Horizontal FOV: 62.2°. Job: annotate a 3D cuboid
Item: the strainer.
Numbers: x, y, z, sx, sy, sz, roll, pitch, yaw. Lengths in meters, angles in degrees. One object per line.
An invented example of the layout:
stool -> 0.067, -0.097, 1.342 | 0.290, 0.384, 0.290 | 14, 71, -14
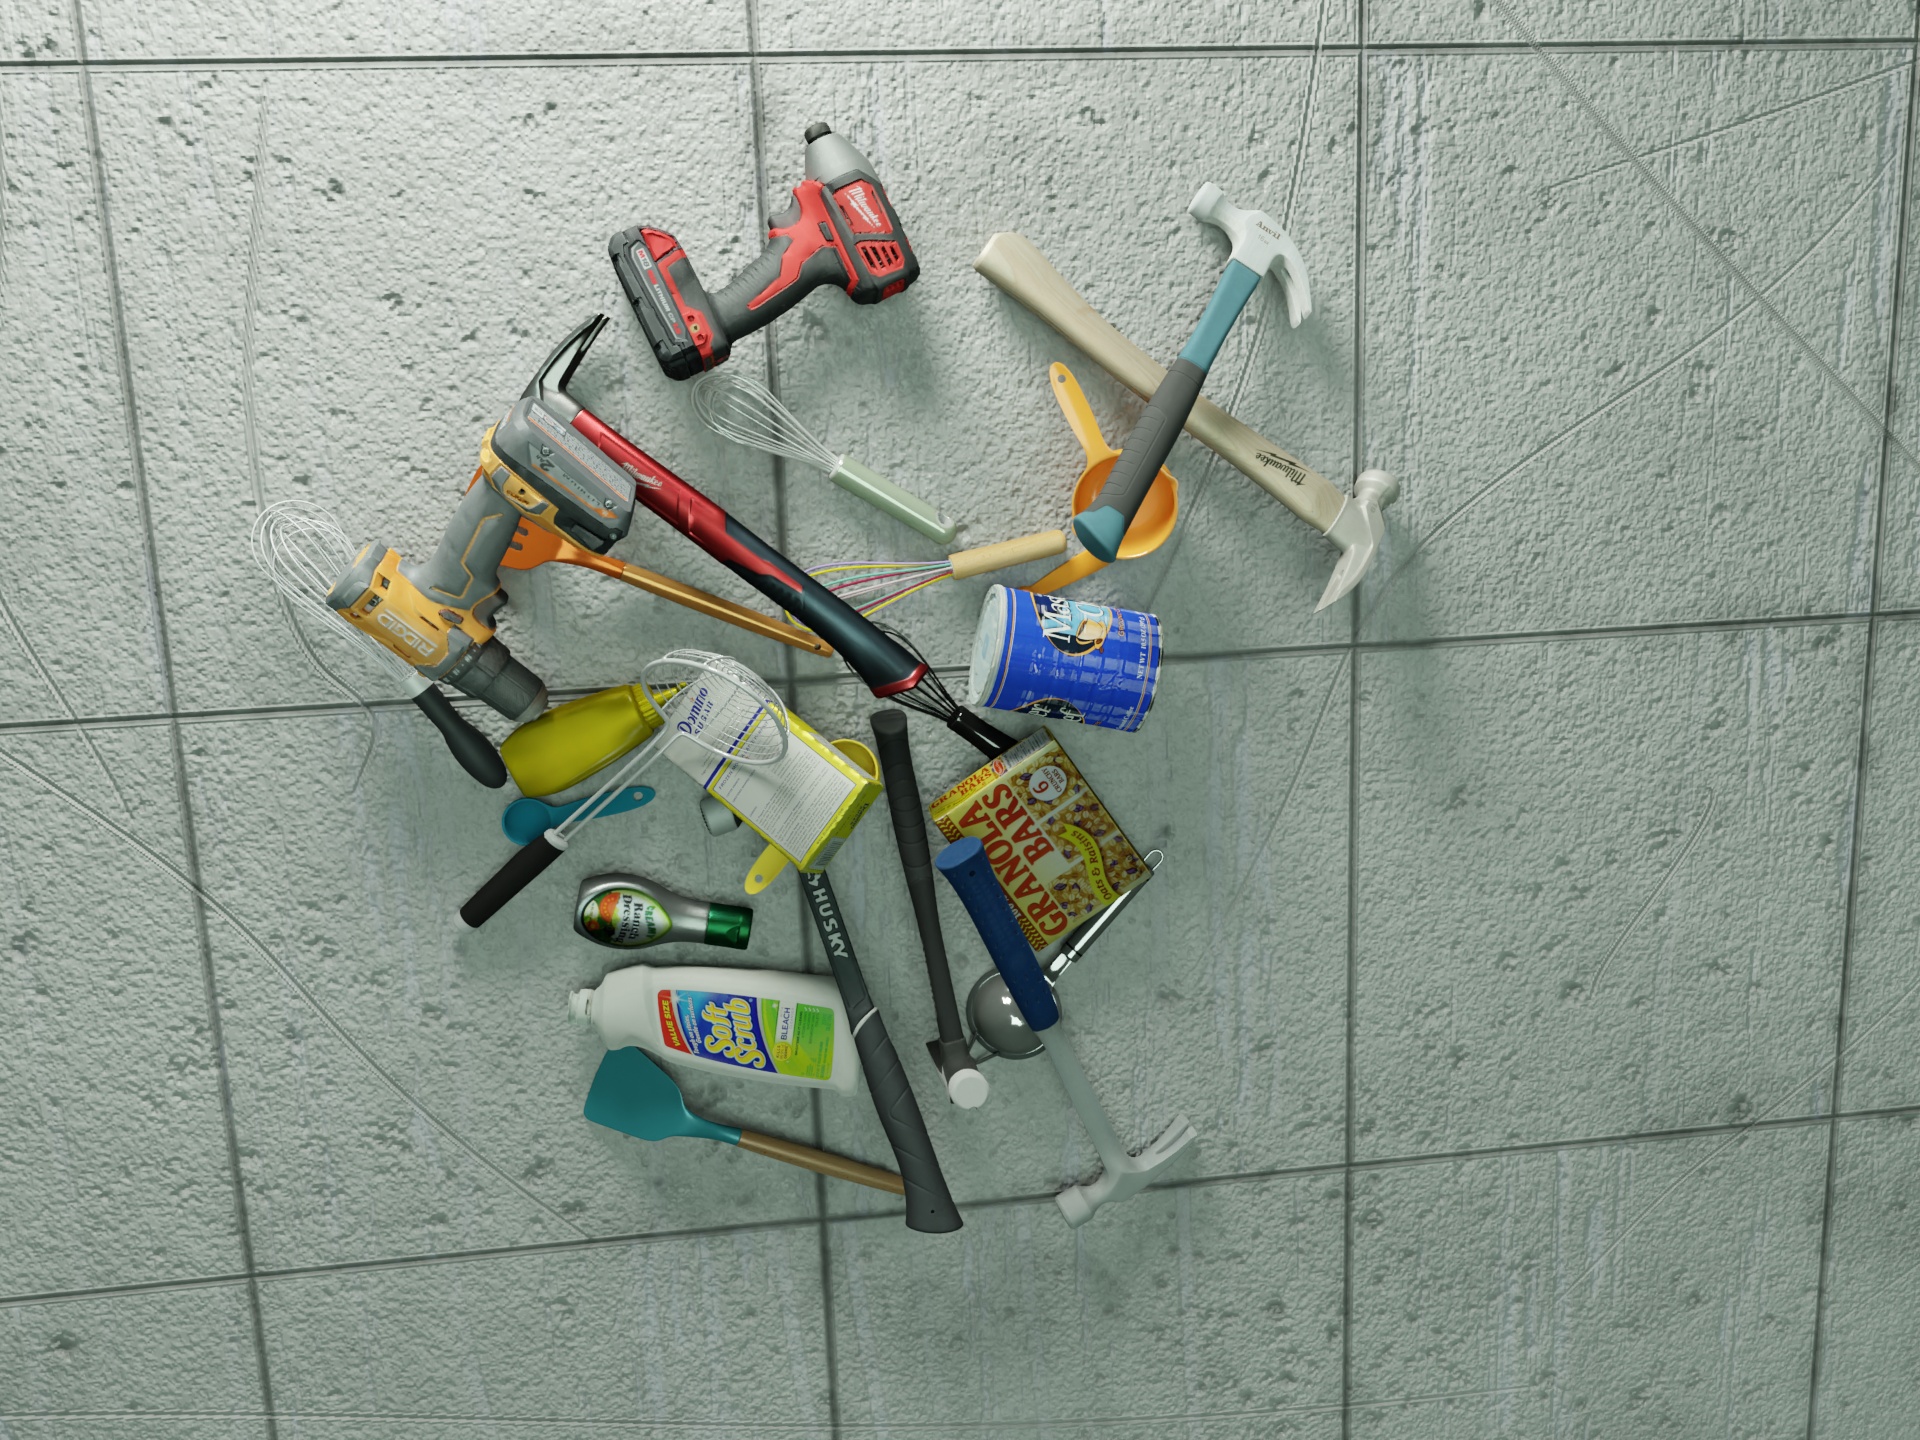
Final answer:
strainer -> 0.092, 0.212, 1.415 | 0.087, 0.050, 0.258 | 41, 90, 1

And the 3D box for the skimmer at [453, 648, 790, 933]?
skimmer -> -0.286, 0.074, 1.270 | 0.363, 0.090, 0.127 | -40, 116, 16

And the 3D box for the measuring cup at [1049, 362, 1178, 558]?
measuring cup -> 0.119, -0.219, 1.319 | 0.095, 0.052, 0.173 | -25, 100, 16

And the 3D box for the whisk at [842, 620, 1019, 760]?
whisk -> -0.002, -0.005, 1.357 | 0.238, 0.055, 0.055 | 36, 95, -17

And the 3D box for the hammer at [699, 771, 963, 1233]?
hammer -> -0.082, 0.232, 1.334 | 0.149, 0.036, 0.409 | -20, 84, -7

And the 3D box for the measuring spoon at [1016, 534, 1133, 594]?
measuring spoon -> 0.097, -0.128, 1.360 | 0.117, 0.011, 0.021 | -29, 103, -2

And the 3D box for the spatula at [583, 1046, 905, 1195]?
spatula -> -0.174, 0.372, 1.419 | 0.317, 0.044, 0.082 | 22, 97, -16

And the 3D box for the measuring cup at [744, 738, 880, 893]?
measuring cup -> -0.126, 0.083, 1.327 | 0.062, 0.029, 0.156 | 40, 92, 11

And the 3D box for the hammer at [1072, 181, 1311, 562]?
hammer -> 0.177, -0.271, 1.271 | 0.128, 0.033, 0.331 | 31, 74, -7

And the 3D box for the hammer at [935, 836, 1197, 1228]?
hammer -> 0.083, 0.267, 1.379 | 0.144, 0.035, 0.405 | -29, 116, -7

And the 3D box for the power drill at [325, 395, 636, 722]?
power drill -> -0.345, -0.112, 1.224 | 0.226, 0.084, 0.185 | -41, 116, 16

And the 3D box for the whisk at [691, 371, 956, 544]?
whisk -> -0.109, -0.211, 1.303 | 0.246, 0.058, 0.059 | 29, 130, -15

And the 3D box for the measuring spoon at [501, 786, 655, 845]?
measuring spoon -> -0.323, 0.073, 1.345 | 0.128, 0.021, 0.042 | -13, 110, -14

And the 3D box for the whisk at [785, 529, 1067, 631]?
whisk -> -0.027, -0.118, 1.330 | 0.245, 0.047, 0.051 | -15, 137, -9

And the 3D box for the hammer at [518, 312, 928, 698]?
hammer -> -0.179, -0.157, 1.265 | 0.386, 0.038, 0.143 | 36, 98, -2

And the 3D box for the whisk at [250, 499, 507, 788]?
whisk -> -0.459, -0.056, 1.281 | 0.070, 0.070, 0.284 | -36, 109, 0

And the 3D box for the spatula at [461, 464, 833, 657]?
spatula -> -0.255, -0.116, 1.312 | 0.322, 0.041, 0.081 | 21, 97, -15

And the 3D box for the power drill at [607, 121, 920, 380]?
power drill -> -0.156, -0.368, 1.245 | 0.219, 0.078, 0.143 | -26, 95, -6

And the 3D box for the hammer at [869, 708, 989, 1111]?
hammer -> -0.031, 0.155, 1.358 | 0.035, 0.146, 0.335 | -12, 91, -8

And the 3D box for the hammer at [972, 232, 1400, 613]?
hammer -> 0.179, -0.254, 1.309 | 0.410, 0.038, 0.146 | 35, 62, -9
